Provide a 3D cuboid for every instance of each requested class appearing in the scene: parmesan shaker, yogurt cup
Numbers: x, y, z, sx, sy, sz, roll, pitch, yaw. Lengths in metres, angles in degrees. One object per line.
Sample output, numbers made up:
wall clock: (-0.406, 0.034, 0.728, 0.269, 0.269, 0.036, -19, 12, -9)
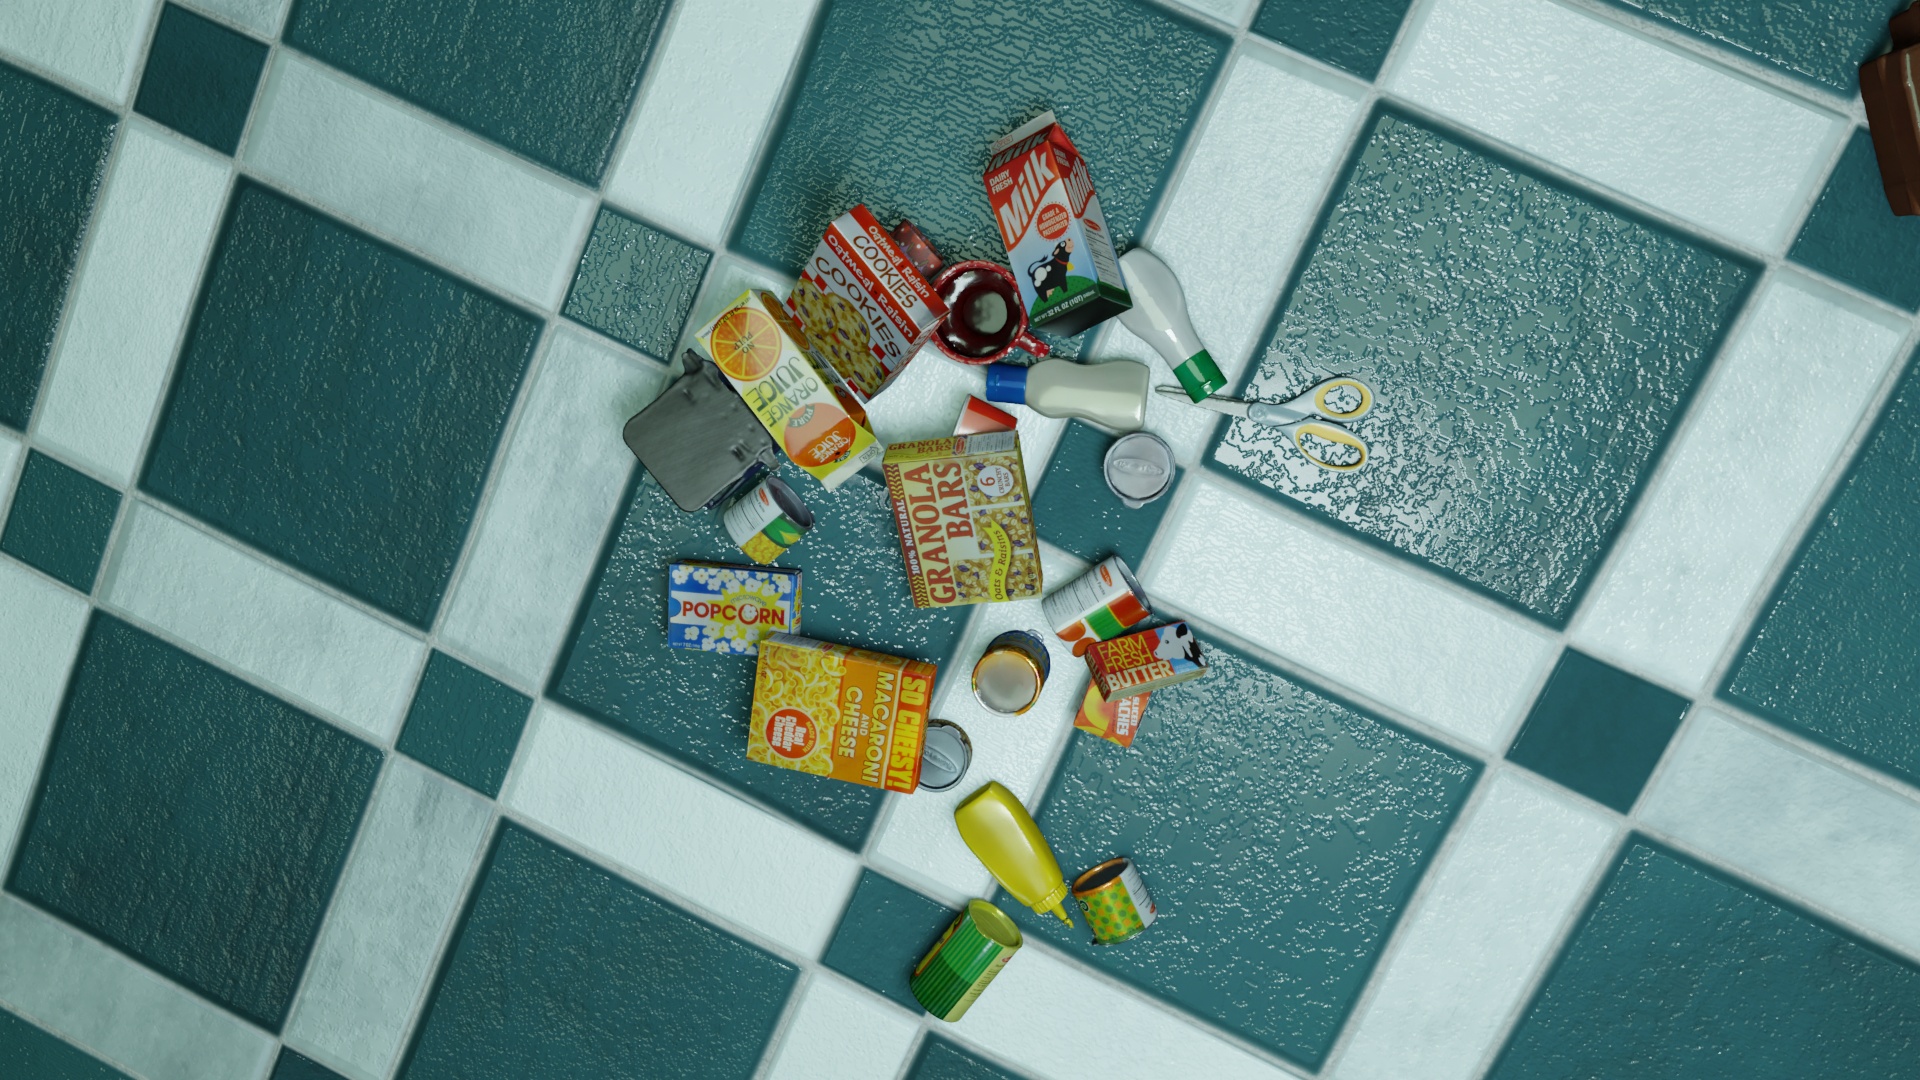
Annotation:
parmesan shaker: (0.003, 0.413, 1.364, 0.071, 0.071, 0.103, 38, 102, 2)
yogurt cup: (0.020, -0.097, 1.295, 0.054, 0.072, 0.072, 19, 101, -2)

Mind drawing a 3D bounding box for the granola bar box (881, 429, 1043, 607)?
granola bar box: (0.005, -0.016, 1.287, 0.124, 0.039, 0.164, -5, 123, 10)

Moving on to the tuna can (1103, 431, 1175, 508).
tuna can: (0.166, -0.066, 1.291, 0.071, 0.033, 0.071, 1, 98, 9)

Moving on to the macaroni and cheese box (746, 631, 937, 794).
macaroni and cheese box: (-0.113, 0.164, 1.328, 0.166, 0.040, 0.123, 11, 103, 8)

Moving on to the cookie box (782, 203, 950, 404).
cookie box: (-0.087, -0.210, 1.252, 0.040, 0.167, 0.123, -40, 90, -28)

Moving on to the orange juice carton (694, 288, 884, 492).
orange juice carton: (-0.156, -0.140, 1.312, 0.071, 0.073, 0.192, -37, 91, 12)

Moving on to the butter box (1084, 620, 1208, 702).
butter box: (0.172, 0.112, 1.286, 0.104, 0.024, 0.053, -13, 58, -17)

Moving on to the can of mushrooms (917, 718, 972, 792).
can of mushrooms: (-0.021, 0.208, 1.359, 0.071, 0.033, 0.071, 1, 98, 10)

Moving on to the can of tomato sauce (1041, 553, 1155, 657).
can of tomato sauce: (0.128, 0.063, 1.299, 0.083, 0.071, 0.071, -33, 92, 13)

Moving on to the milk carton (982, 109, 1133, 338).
milk carton: (0.081, -0.283, 1.234, 0.072, 0.073, 0.191, -22, 78, 29)

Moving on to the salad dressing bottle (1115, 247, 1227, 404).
salad dressing bottle: (0.187, -0.194, 1.259, 0.064, 0.044, 0.147, -34, 87, 10)

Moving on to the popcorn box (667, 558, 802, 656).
popcorn box: (-0.221, 0.067, 1.369, 0.127, 0.038, 0.085, 5, 100, 8)

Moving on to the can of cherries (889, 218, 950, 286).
can of cherries: (-0.052, -0.256, 1.281, 0.058, 0.071, 0.071, -41, 90, 12)

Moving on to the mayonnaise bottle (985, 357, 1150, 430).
mayonnaise bottle: (0.099, -0.140, 1.288, 0.148, 0.041, 0.064, 7, 88, 10)

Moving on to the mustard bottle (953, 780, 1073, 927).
mustard bottle: (0.060, 0.313, 1.352, 0.065, 0.049, 0.160, -35, 92, 12)

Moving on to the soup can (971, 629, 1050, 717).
soup can: (0.049, 0.123, 1.310, 0.071, 0.084, 0.071, 1, 98, 9)

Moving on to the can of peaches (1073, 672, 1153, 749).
can of peaches: (0.144, 0.155, 1.306, 0.058, 0.071, 0.071, 22, 101, 7)

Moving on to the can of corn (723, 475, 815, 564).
can of corn: (-0.183, -0.018, 1.338, 0.058, 0.071, 0.071, -38, 91, 13)

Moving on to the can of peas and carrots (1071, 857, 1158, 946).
can of peas and carrots: (0.146, 0.347, 1.334, 0.071, 0.071, 0.058, -26, 93, 12)
